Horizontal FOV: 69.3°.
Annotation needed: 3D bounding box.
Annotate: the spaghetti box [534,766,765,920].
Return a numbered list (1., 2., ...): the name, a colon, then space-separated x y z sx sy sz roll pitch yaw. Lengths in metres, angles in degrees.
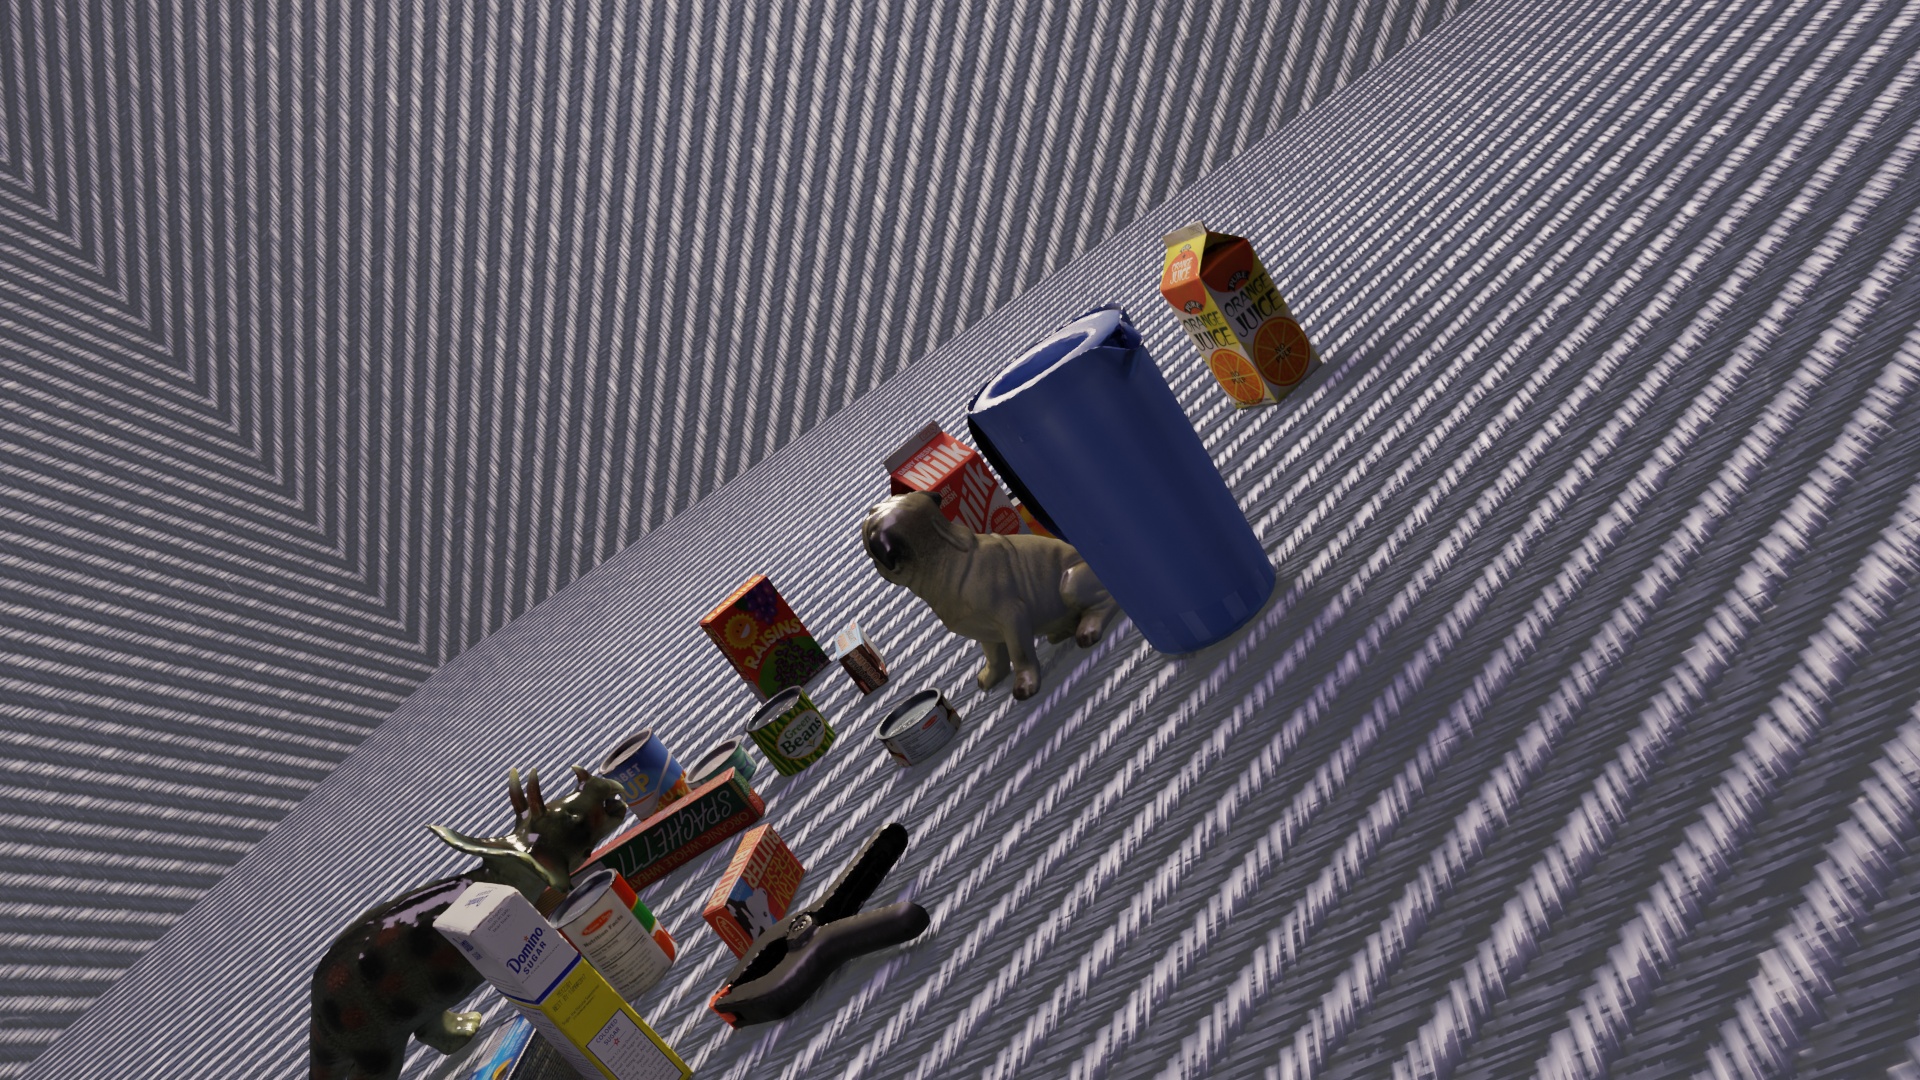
1. spaghetti box: -0.291 0.289 1.272 0.250 0.050 0.029 -32 14 12

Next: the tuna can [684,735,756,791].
1. tuna can: -0.235 0.228 1.376 0.071 0.032 0.071 -33 14 10

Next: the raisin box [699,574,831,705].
1. raisin box: -0.213 0.111 1.518 0.086 0.123 0.040 -41 15 -22

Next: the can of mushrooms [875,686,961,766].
1. can of mushrooms: -0.035 0.154 1.158 0.071 0.033 0.071 -33 14 10

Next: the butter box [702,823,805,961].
1. butter box: -0.153 0.263 1.037 0.024 0.053 0.104 -30 15 22

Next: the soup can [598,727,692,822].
1. soup can: -0.315 0.244 1.402 0.071 0.083 0.071 -33 14 10

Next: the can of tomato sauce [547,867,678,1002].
1. can of tomato sauce: -0.273 0.311 1.094 0.071 0.083 0.071 -33 14 10

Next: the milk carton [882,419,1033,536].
1. milk carton: 0.005 -0.016 1.298 0.072 0.190 0.073 -42 15 -24

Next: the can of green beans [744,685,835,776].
1. can of green beans: -0.160 0.180 1.310 0.071 0.057 0.071 -33 14 10

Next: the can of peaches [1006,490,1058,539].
1. can of peaches: 0.063 -0.016 1.433 0.071 0.058 0.071 -33 14 10

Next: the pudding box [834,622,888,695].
1. pudding box: -0.100 0.117 1.391 0.030 0.049 0.084 -35 14 1

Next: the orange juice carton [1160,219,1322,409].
1. orange juice carton: 0.269 -0.230 1.381 0.073 0.192 0.071 -40 15 -19
